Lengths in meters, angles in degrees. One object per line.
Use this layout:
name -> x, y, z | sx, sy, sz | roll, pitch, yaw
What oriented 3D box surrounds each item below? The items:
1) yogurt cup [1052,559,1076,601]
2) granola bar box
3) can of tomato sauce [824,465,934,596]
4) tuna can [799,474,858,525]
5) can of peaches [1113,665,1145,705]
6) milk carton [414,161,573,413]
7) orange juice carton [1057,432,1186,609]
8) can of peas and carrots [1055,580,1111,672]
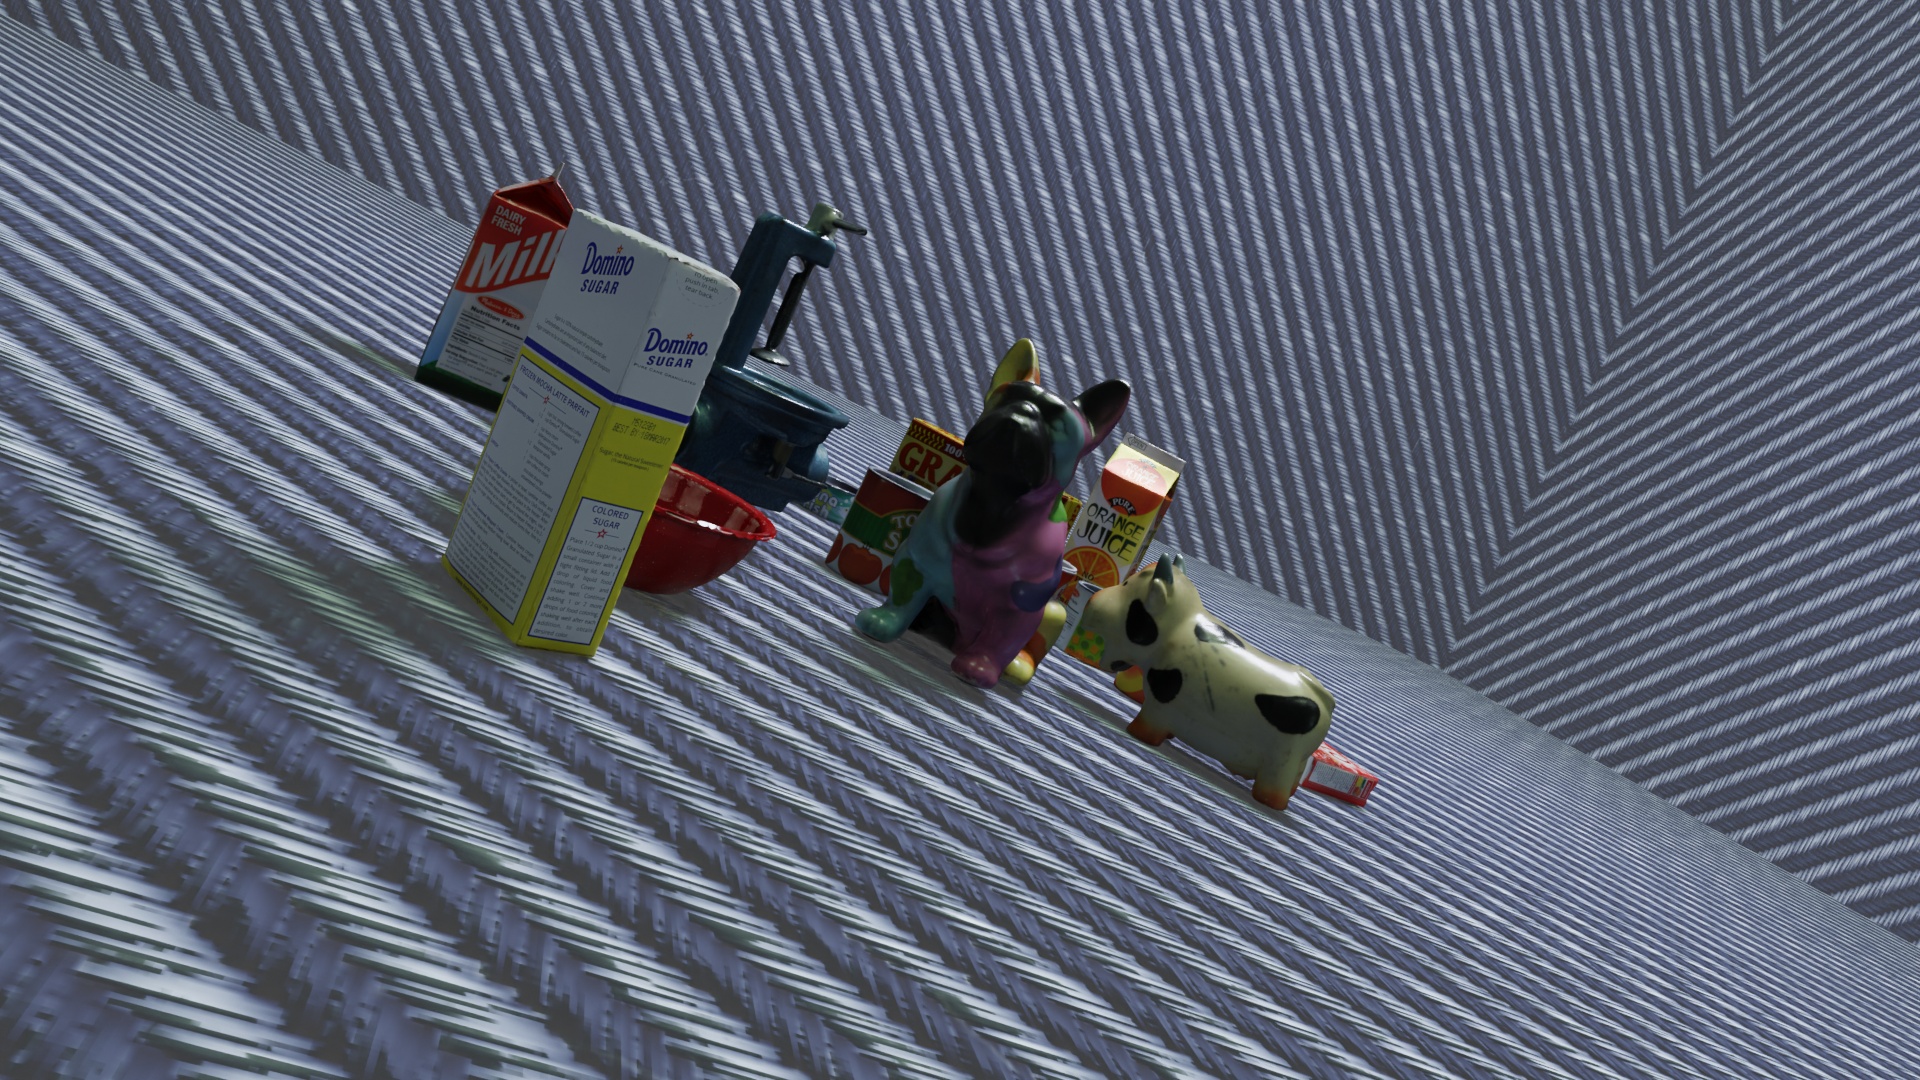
yogurt cup -> 0.070, 0.037, 1.330 | 0.072, 0.054, 0.072 | 25, 7, -3
granola bar box -> 0.004, -0.015, 1.190 | 0.166, 0.124, 0.039 | 29, 7, 24
can of tomato sauce -> -0.057, -0.006, 1.070 | 0.071, 0.083, 0.071 | 25, 6, -3
tuna can -> -0.121, -0.039, 1.306 | 0.071, 0.032, 0.071 | 25, 7, -3
can of peaches -> 0.168, 0.107, 1.138 | 0.071, 0.058, 0.071 | 25, 7, -3
milk carton -> -0.339, -0.198, 1.049 | 0.073, 0.190, 0.072 | 23, 7, -23
orange juice carton -> 0.163, -0.012, 1.454 | 0.072, 0.192, 0.073 | 27, 6, 13
can of peas and carrots -> 0.122, 0.076, 1.206 | 0.071, 0.058, 0.071 | 25, 6, -3
